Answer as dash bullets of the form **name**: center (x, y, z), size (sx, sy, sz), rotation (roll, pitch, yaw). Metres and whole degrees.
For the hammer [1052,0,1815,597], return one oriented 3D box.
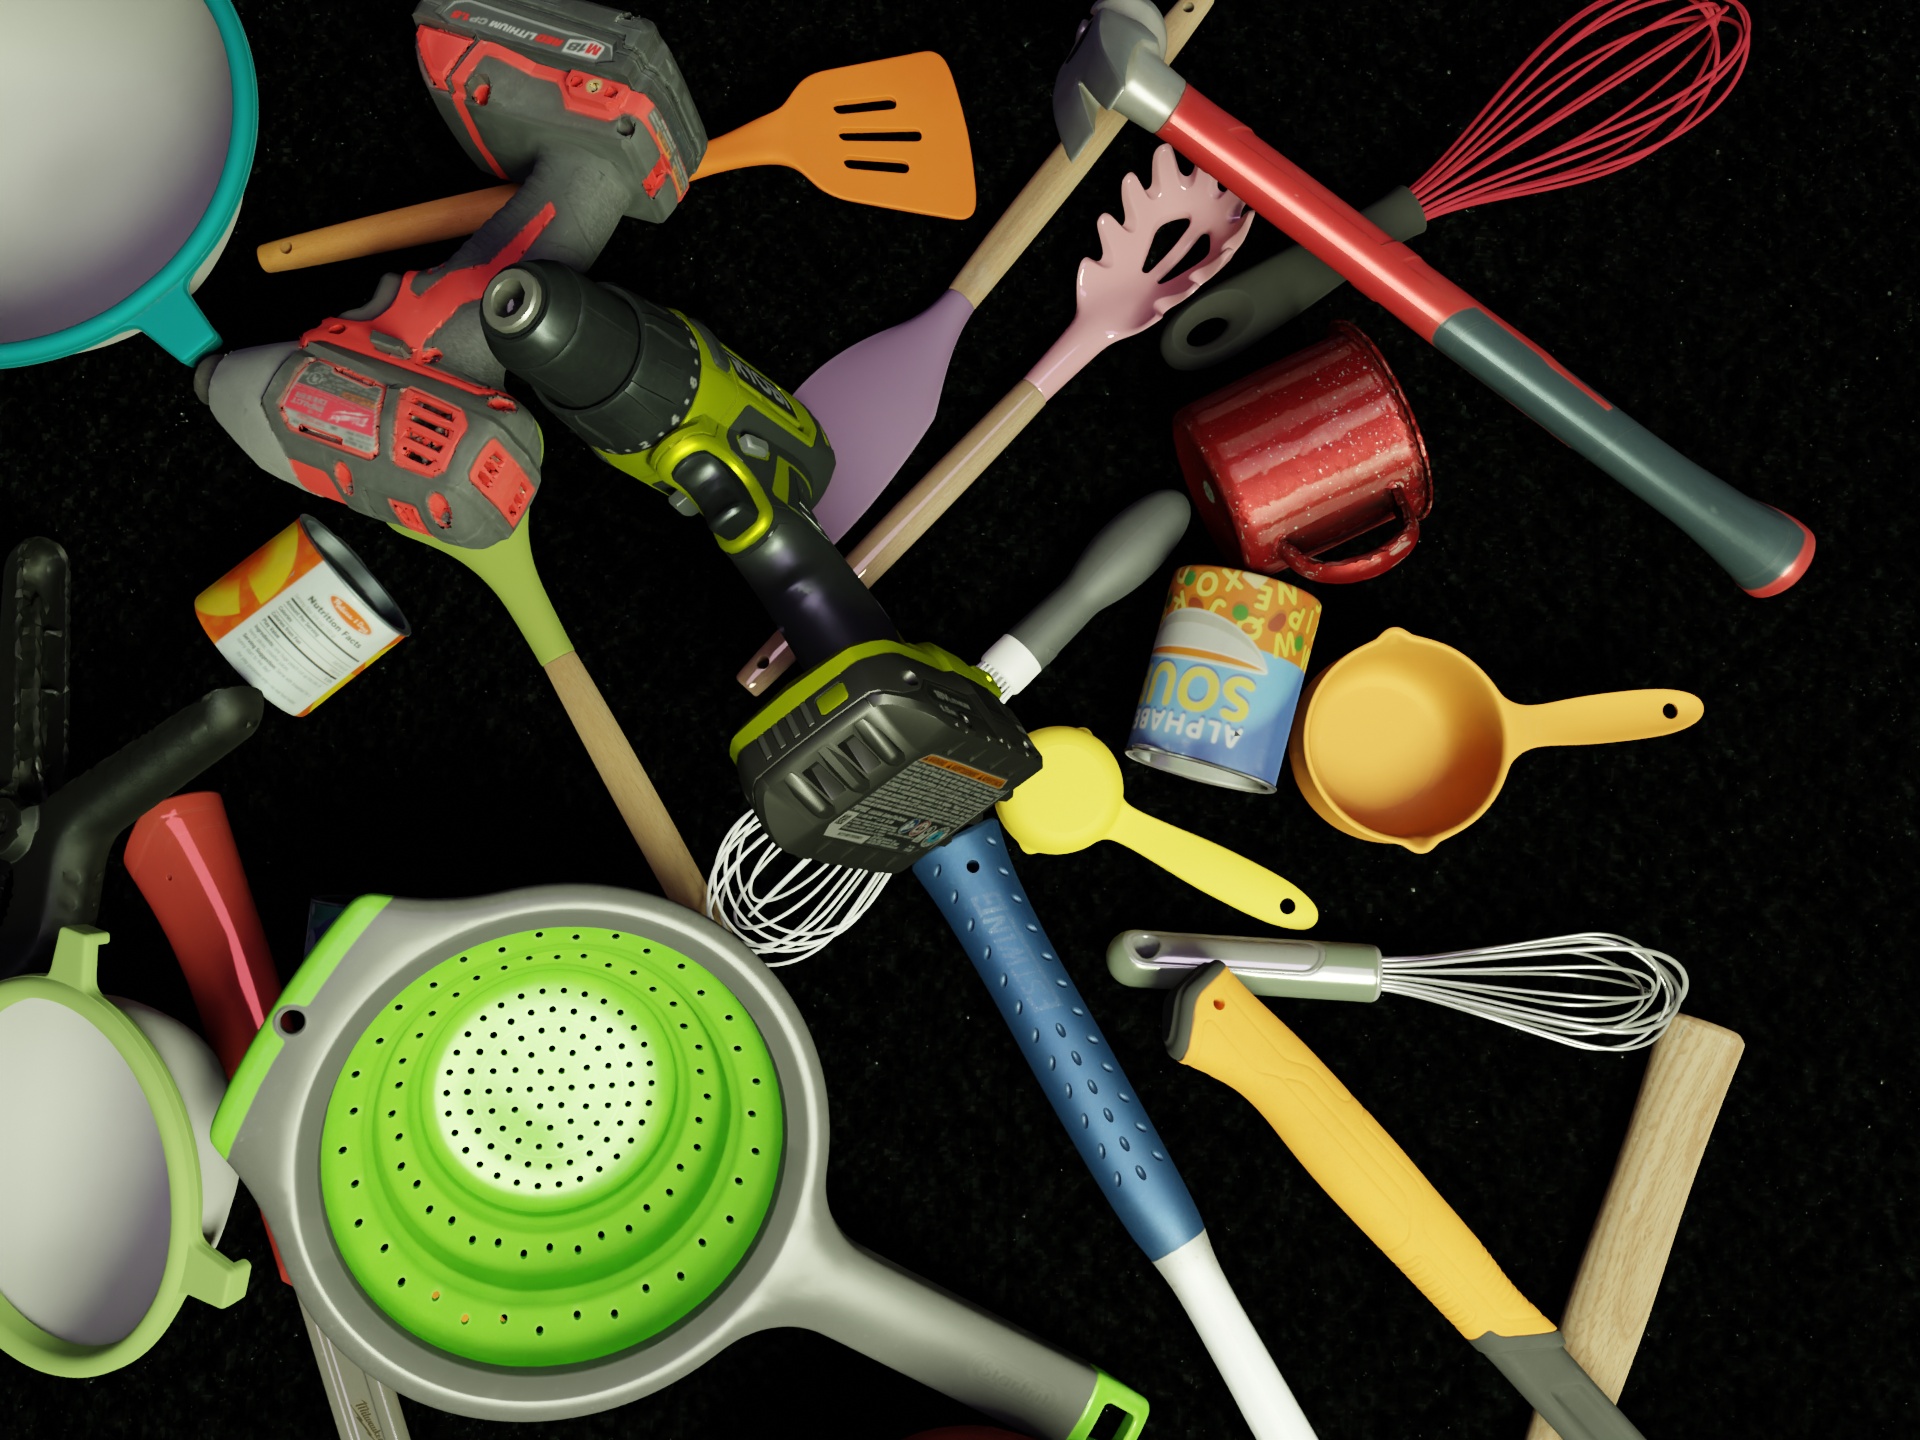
- **hammer**: center (0.204, -0.156, 0.648), size (0.386, 0.143, 0.038), rotation (32, 124, -13)

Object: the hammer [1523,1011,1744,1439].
- **hammer**: center (0.261, 0.284, 0.677), size (0.130, 0.031, 0.331), rotation (21, 84, 0)

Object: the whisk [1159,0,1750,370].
- **whisk**: center (0.218, -0.240, 0.712), size (0.296, 0.073, 0.073), rotation (-31, 86, 3)

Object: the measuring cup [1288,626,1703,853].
- **measuring cup**: center (0.228, 0.006, 0.691), size (0.173, 0.052, 0.095), rotation (-6, 85, -4)

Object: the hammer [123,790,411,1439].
- **hammer**: center (-0.264, 0.199, 0.659), size (0.149, 0.036, 0.359), rotation (-21, 84, 10)

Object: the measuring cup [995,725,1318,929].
- **measuring cup**: center (0.087, 0.052, 0.693), size (0.156, 0.029, 0.062), rotation (27, 85, 2)

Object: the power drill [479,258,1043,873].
- **power drill**: center (-0.076, -0.062, 0.592), size (0.080, 0.190, 0.229), rotation (-37, 69, 12)

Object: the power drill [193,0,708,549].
- **power drill**: center (-0.206, -0.184, 0.642), size (0.143, 0.078, 0.220), rotation (20, 75, 14)

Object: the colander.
- **colander**: center (-0.095, 0.201, 0.657), size (0.397, 0.094, 0.204), rotation (33, 84, -17)

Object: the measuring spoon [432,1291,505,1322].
- **measuring spoon**: center (-0.215, 0.249, 0.677), size (0.021, 0.011, 0.117), rotation (-39, 87, -4)

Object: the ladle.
- **ladle**: center (-0.160, -0.003, 0.693), size (0.078, 0.062, 0.320), rotation (-29, 93, -4)

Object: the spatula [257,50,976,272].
- **spatula**: center (-0.155, -0.239, 0.718), size (0.322, 0.041, 0.081), rotation (-12, 86, 2)

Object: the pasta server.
- **pasta server**: center (0.013, -0.130, 0.704), size (0.060, 0.040, 0.316), rotation (43, 86, 15)

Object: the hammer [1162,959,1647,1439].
- **hammer**: center (0.212, 0.225, 0.642), size (0.127, 0.034, 0.337), rotation (-41, 83, -18)

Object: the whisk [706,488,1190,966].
- **whisk**: center (-0.001, -0.002, 0.686), size (0.284, 0.070, 0.070), rotation (-44, 87, -10)

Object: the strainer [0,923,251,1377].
- **strainer**: center (-0.369, 0.195, 0.640), size (0.256, 0.069, 0.151), rotation (-33, 79, 23)

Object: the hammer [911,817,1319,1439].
- **hammer**: center (0.090, 0.229, 0.654), size (0.144, 0.035, 0.406), rotation (-29, 80, -4)

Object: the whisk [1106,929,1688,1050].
- **whisk**: center (0.186, 0.109, 0.684), size (0.246, 0.059, 0.058), rotation (3, 44, 3)

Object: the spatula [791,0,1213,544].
- **spatula**: center (0.014, -0.212, 0.721), size (0.060, 0.018, 0.316), rotation (38, 86, 5)

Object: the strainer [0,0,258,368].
- **strainer**: center (-0.388, -0.303, 0.682), size (0.211, 0.095, 0.340), rotation (4, 83, -3)
